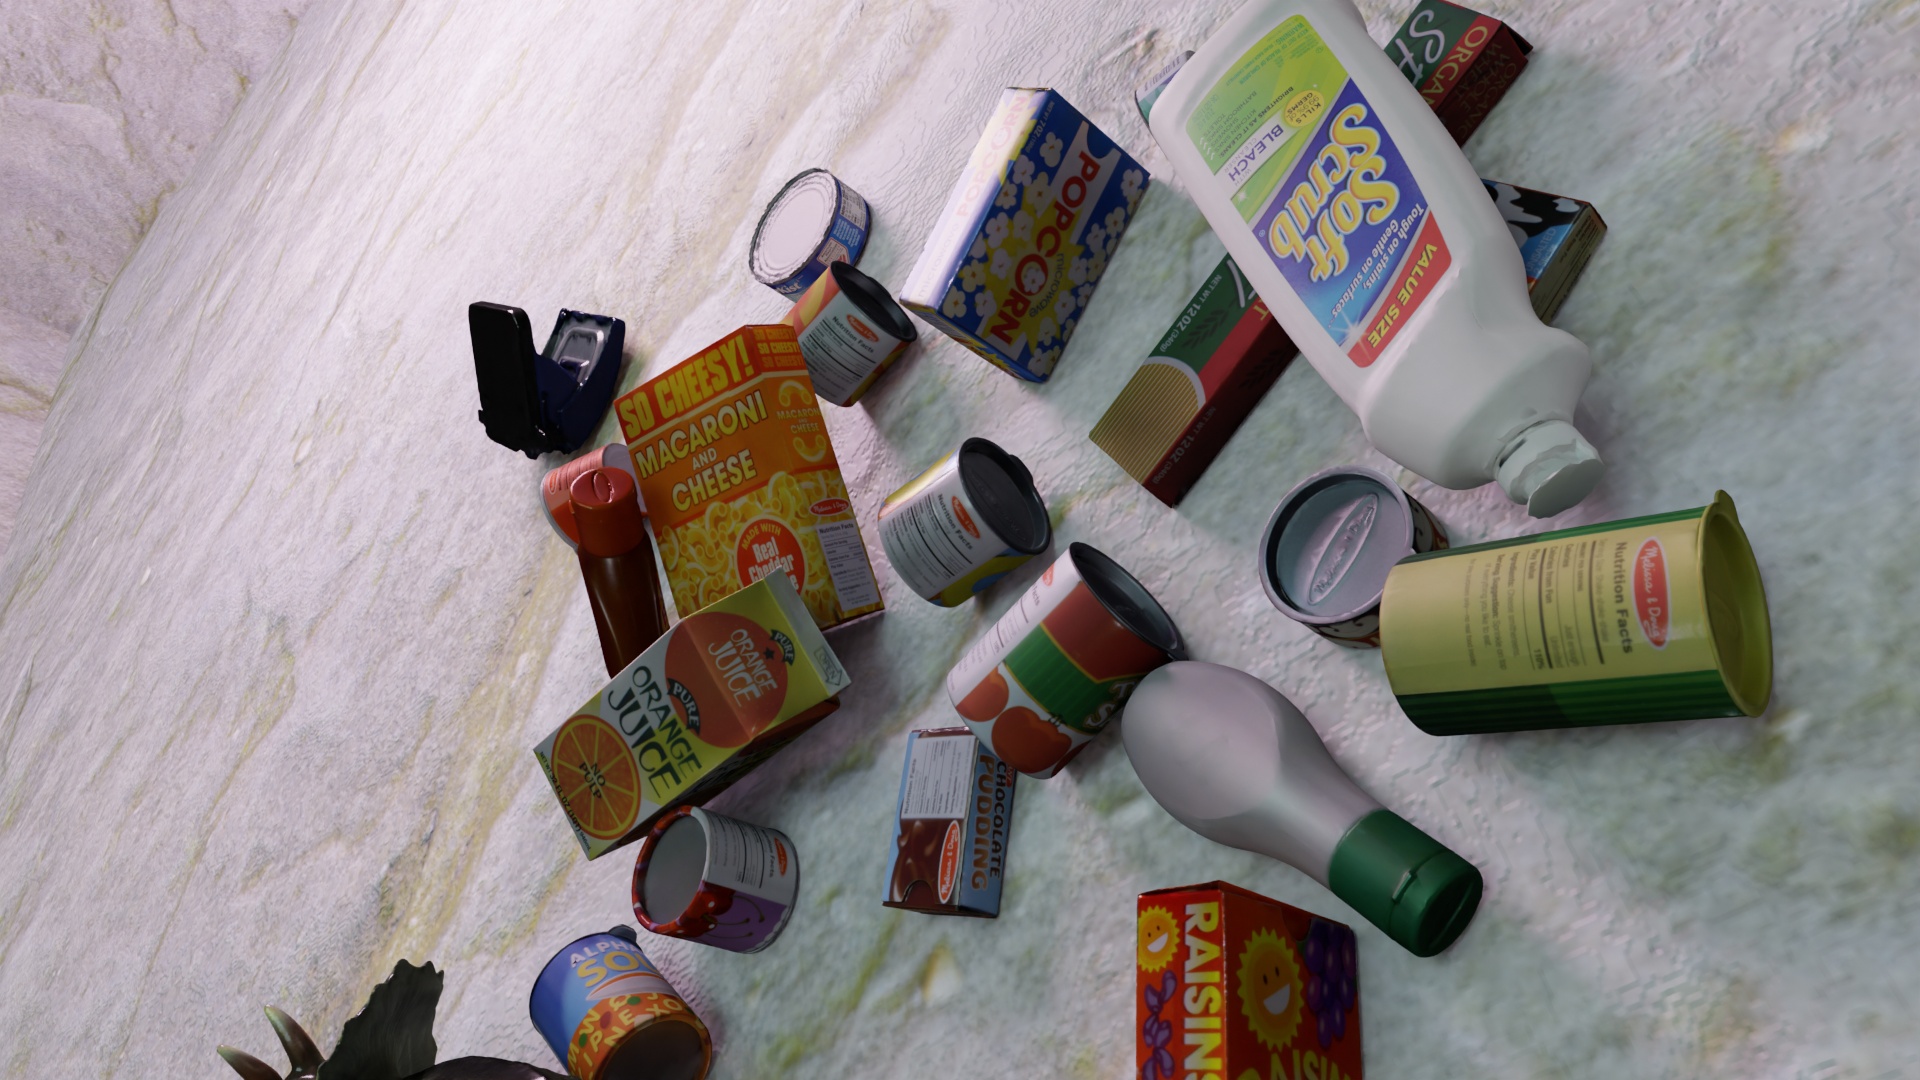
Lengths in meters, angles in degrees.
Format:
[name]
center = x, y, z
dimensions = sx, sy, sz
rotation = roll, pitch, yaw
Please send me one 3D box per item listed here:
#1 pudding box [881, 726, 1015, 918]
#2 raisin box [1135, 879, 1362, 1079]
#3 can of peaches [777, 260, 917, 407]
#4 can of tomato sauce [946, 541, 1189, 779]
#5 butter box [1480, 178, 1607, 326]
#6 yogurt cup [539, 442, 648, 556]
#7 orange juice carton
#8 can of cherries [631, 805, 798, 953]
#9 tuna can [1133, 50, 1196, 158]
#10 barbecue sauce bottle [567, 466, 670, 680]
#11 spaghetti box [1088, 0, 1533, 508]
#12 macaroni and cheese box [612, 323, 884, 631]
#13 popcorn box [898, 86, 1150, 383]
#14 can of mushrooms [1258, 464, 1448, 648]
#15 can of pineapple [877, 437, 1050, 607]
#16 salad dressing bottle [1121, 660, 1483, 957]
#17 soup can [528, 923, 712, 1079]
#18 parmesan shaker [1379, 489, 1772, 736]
[pudding box]
center = -0.005, 0.130, 0.640
dimensions = 0.049, 0.030, 0.084
rotation = -11, 62, 41
[raisin box]
center = 0.097, 0.184, 0.462
dimensions = 0.040, 0.086, 0.124
rotation = -20, 56, 40
[can of peaches]
center = -0.069, -0.121, 0.818
dimensions = 0.058, 0.071, 0.071
rotation = -45, 44, 20
[can of tomato sauce]
center = 0.046, 0.054, 0.604
dimensions = 0.083, 0.071, 0.071
rotation = -47, 43, 17
[butter box]
center = 0.204, -0.091, 0.551
dimensions = 0.053, 0.024, 0.103
rotation = 35, 95, 48
[yogurt cup]
center = -0.243, -0.031, 0.949
dimensions = 0.054, 0.072, 0.073
rotation = -30, 50, 21
[orange juice carton]
center = -0.136, 0.090, 0.734
dimensions = 0.192, 0.073, 0.072
rotation = -38, 77, 32
[can of cherries]
center = -0.129, 0.177, 0.719
dimensions = 0.071, 0.058, 0.072
rotation = -23, 54, 36
[tuna can]
center = 0.118, -0.198, 0.669
dimensions = 0.032, 0.071, 0.071
rotation = -35, 47, 27
[barbecue sauce bottle]
center = -0.199, 0.024, 0.819
dimensions = 0.044, 0.147, 0.065
rotation = -15, 45, -16
[spaghetti box]
center = 0.152, -0.128, 0.622
dimensions = 0.249, 0.028, 0.050
rotation = -53, 42, 11
[macaroni and cheese box]
center = -0.121, -0.022, 0.779
dimensions = 0.123, 0.040, 0.166
rotation = -21, 84, 37
[popcorn box]
center = 0.034, -0.156, 0.715
dimensions = 0.038, 0.085, 0.126
rotation = 26, 89, 50
[can of mushrooms]
center = 0.155, 0.008, 0.541
dimensions = 0.071, 0.033, 0.071
rotation = -24, 53, 35
[can of pineapple]
center = 0.002, -0.009, 0.683
dimensions = 0.057, 0.071, 0.071
rotation = -34, 48, 29
[salad dressing bottle]
center = 0.123, 0.097, 0.518
dimensions = 0.148, 0.044, 0.064
rotation = 35, 94, 48
[soup can]
center = -0.175, 0.251, 0.720
dimensions = 0.084, 0.071, 0.071
rotation = 24, 87, 49
[parmesan shaker]
center = 0.201, 0.026, 0.458
dimensions = 0.103, 0.071, 0.071
rotation = -12, 61, 42
